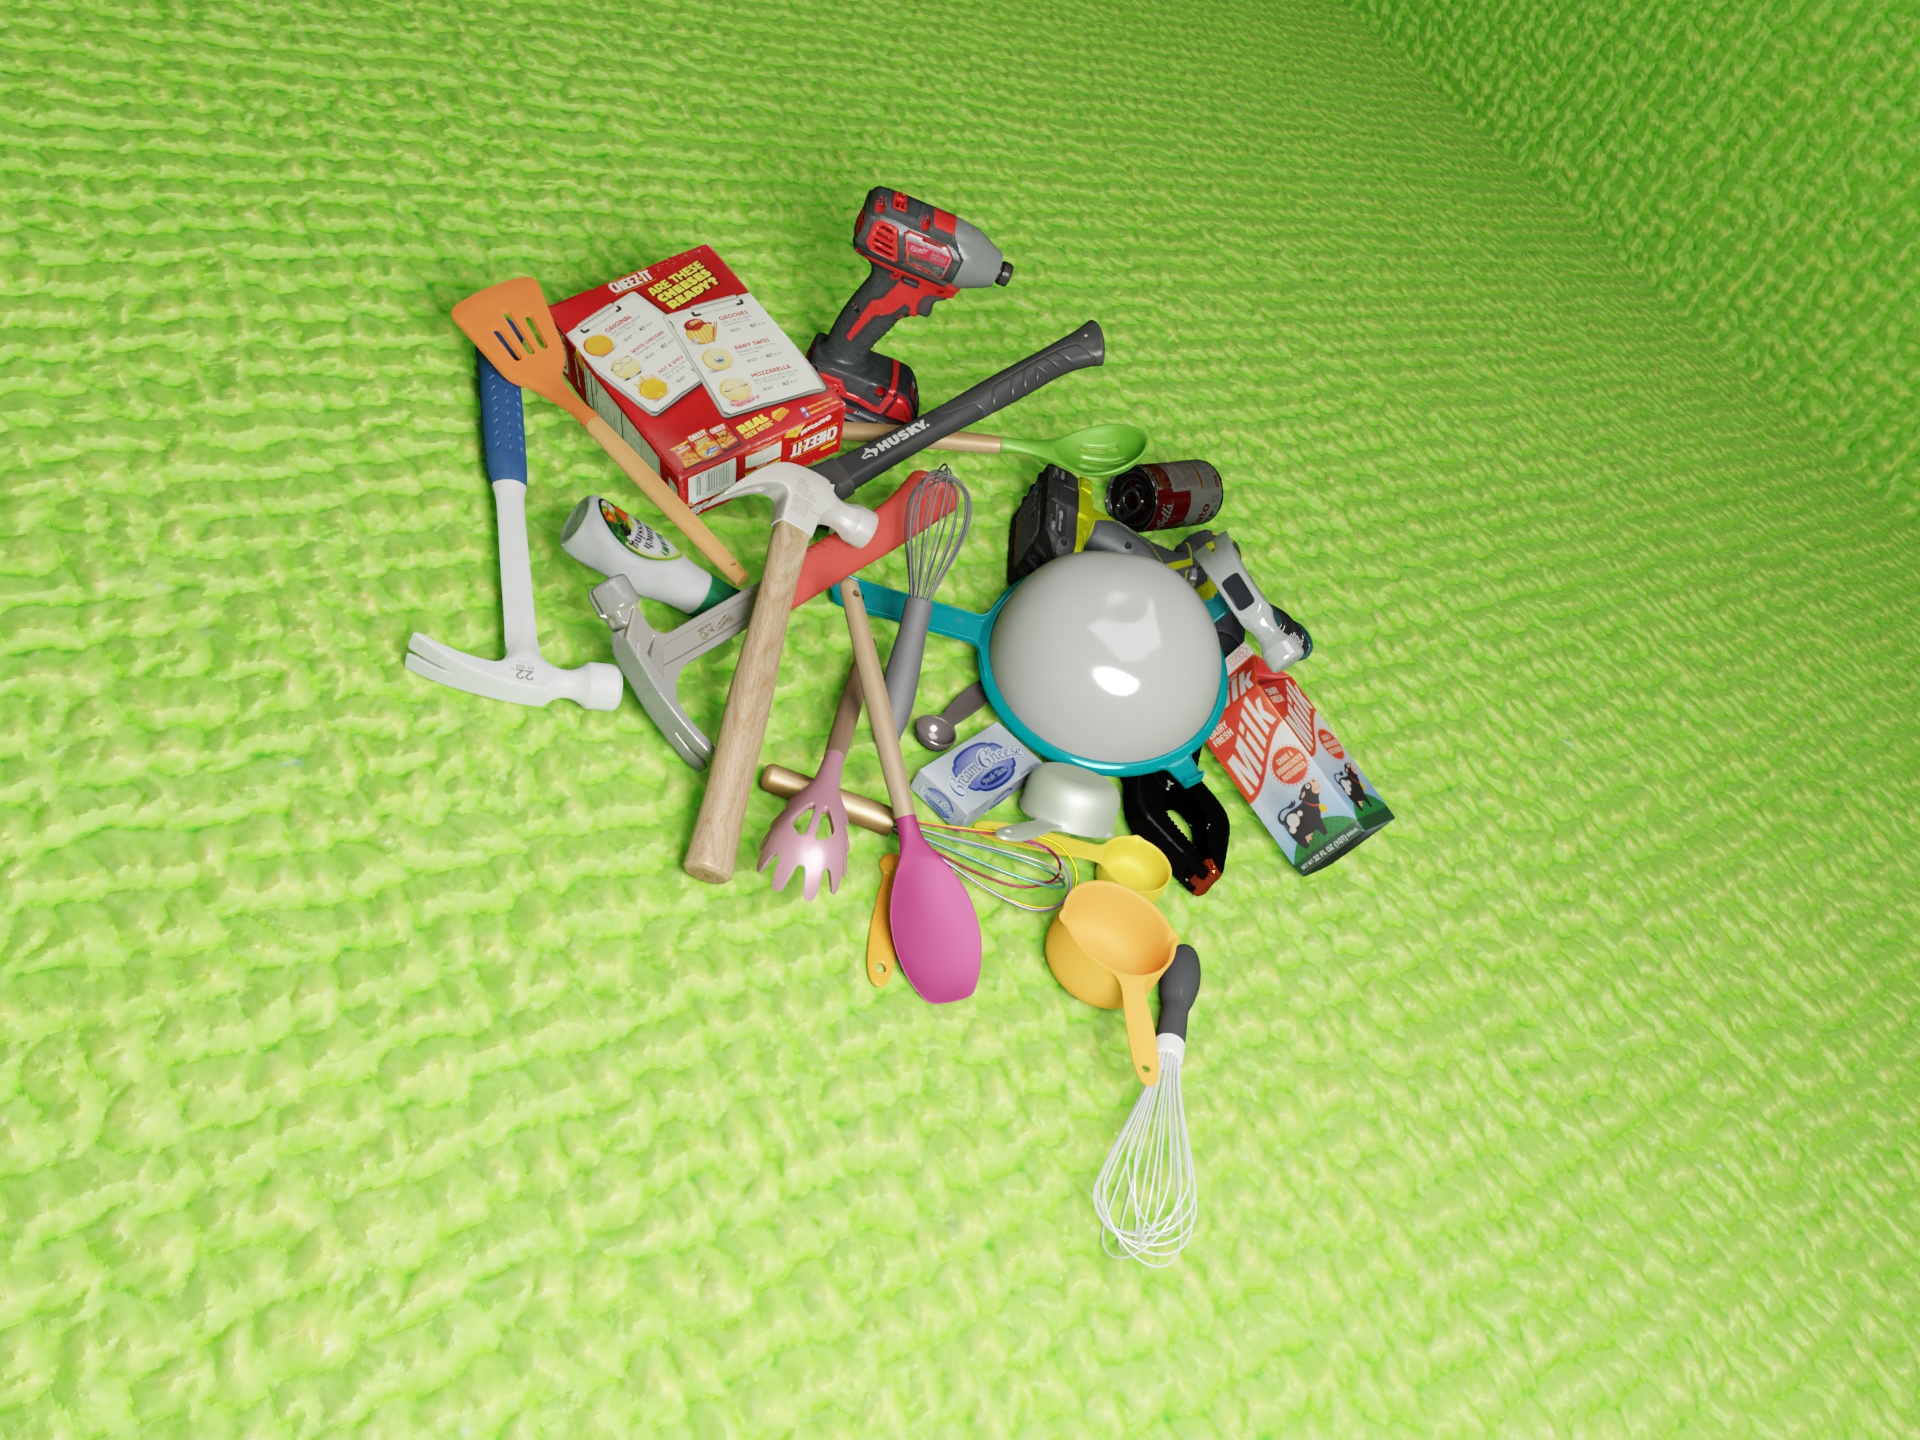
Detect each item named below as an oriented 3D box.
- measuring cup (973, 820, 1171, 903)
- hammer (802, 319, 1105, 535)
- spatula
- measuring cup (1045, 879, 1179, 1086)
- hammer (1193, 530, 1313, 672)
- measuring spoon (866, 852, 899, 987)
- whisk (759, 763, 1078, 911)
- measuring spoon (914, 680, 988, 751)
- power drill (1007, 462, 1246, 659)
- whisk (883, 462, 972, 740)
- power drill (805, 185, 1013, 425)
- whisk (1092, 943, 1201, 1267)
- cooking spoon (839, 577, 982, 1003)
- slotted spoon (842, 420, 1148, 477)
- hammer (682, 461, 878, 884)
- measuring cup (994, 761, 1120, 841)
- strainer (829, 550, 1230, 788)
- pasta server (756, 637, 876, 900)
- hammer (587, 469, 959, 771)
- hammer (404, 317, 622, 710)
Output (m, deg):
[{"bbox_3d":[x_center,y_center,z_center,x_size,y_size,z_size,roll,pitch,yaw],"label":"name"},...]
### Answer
[{"bbox_3d":[0.084,0.107,1.222,0.156,0.029,0.062,14,41,-3],"label":"measuring cup"},{"bbox_3d":[-0.009,-0.275,1.415,0.335,0.035,0.146,-32,63,-18],"label":"hammer"},{"bbox_3d":[-0.274,-0.224,1.251,0.081,0.041,0.323,-35,74,-32],"label":"spatula"},{"bbox_3d":[0.109,0.194,1.117,0.095,0.052,0.174,12,42,-18],"label":"measuring cup"},{"bbox_3d":[0.271,-0.087,1.388,0.128,0.033,0.331,58,14,13],"label":"hammer"},{"bbox_3d":[-0.051,0.137,1.112,0.021,0.011,0.117,20,42,-14],"label":"measuring spoon"},{"bbox_3d":[-0.028,0.079,1.161,0.245,0.047,0.051,21,23,-7],"label":"whisk"},{"bbox_3d":[-0.002,-0.004,1.282,0.034,0.018,0.124,35,34,10],"label":"measuring spoon"},{"bbox_3d":[0.161,-0.127,1.452,0.228,0.080,0.191,22,42,-15],"label":"power drill"},{"bbox_3d":[-0.035,-0.091,1.250,0.055,0.055,0.239,17,75,-17],"label":"whisk"},{"bbox_3d":[-0.053,-0.363,1.438,0.143,0.219,0.079,18,43,-16],"label":"power drill"},{"bbox_3d":[0.137,0.250,1.088,0.070,0.070,0.285,28,36,-5],"label":"whisk"},{"bbox_3d":[-0.045,0.045,1.135,0.068,0.017,0.319,-5,72,-30],"label":"cooking spoon"},{"bbox_3d":[0.012,-0.252,1.437,0.314,0.031,0.070,6,49,5],"label":"slotted spoon"},{"bbox_3d":[-0.146,-0.042,1.134,0.130,0.031,0.332,27,58,-30],"label":"hammer"},{"bbox_3d":[0.067,0.062,1.187,0.083,0.038,0.167,22,13,22],"label":"measuring cup"},{"bbox_3d":[0.063,-0.084,1.283,0.340,0.095,0.211,15,58,-1],"label":"strainer"},{"bbox_3d":[-0.090,0.021,1.158,0.060,0.040,0.316,17,30,-4],"label":"pasta server"},{"bbox_3d":[-0.115,-0.104,1.228,0.359,0.037,0.149,-36,98,-42],"label":"hammer"},{"bbox_3d":[-0.349,-0.172,1.212,0.144,0.035,0.406,6,47,-27],"label":"hammer"}]
